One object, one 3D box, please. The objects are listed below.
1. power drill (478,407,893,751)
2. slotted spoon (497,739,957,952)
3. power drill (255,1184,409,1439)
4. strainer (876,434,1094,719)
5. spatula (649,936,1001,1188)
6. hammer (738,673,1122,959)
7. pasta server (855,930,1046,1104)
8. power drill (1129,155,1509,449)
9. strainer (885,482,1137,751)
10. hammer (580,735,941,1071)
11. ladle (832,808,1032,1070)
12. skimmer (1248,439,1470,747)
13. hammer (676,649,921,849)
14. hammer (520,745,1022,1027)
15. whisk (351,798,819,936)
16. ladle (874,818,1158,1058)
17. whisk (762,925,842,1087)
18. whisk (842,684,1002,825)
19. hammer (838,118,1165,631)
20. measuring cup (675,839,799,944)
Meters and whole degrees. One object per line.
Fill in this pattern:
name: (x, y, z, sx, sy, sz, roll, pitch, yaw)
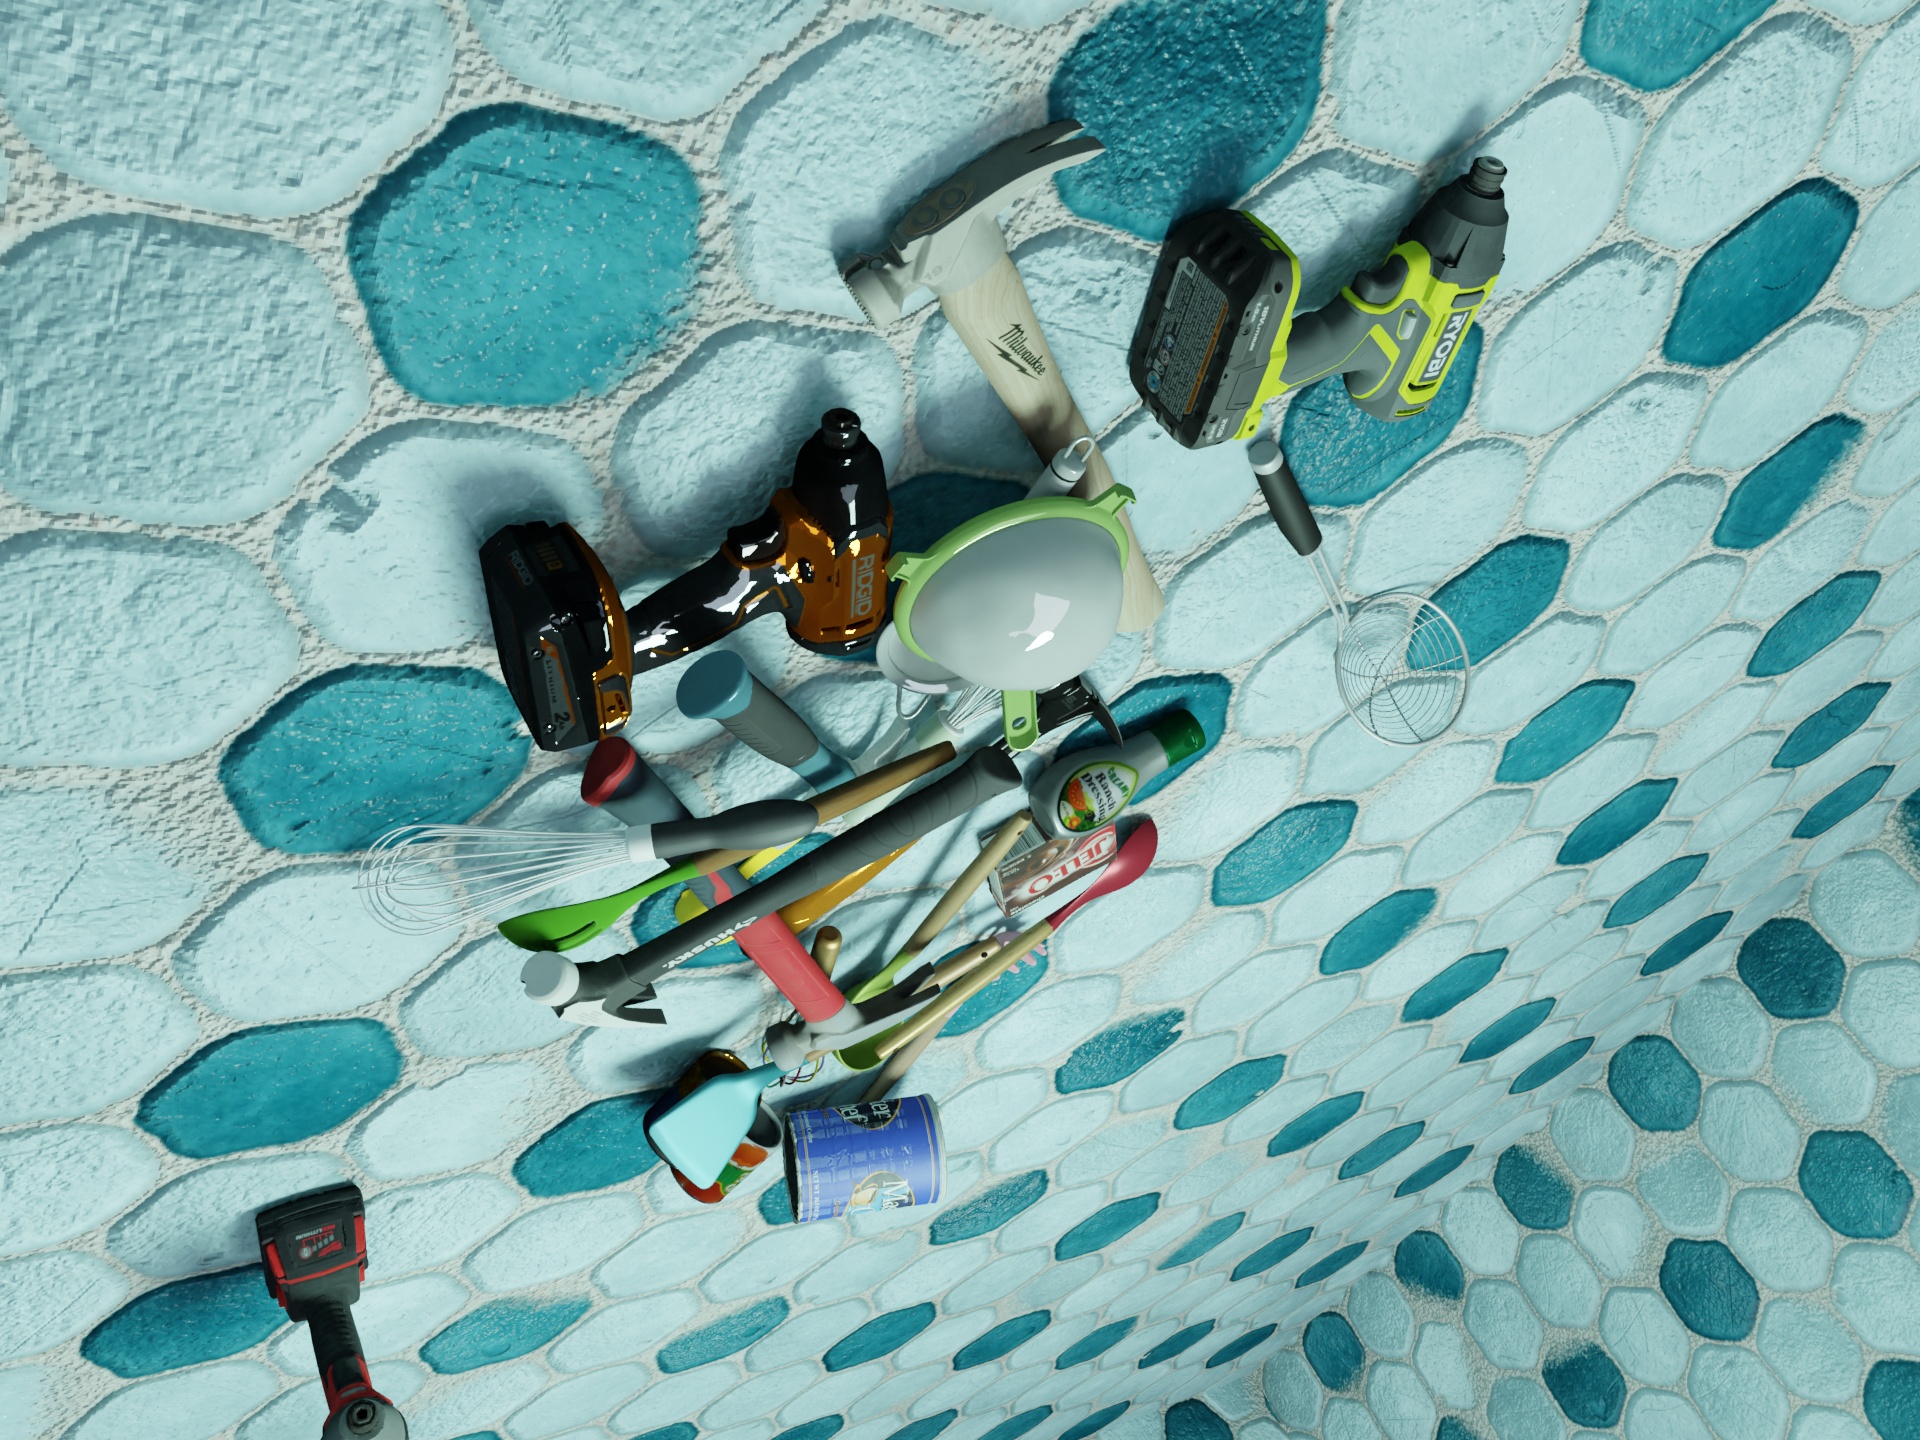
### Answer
power drill: (-0.140, -0.083, 0.876, 0.226, 0.084, 0.164, -21, 145, -23)
slotted spoon: (-0.147, 0.082, 1.024, 0.314, 0.031, 0.070, -24, 164, -2)
power drill: (-0.471, 0.477, 1.206, 0.078, 0.220, 0.143, -12, 142, -27)
strainer: (0.017, -0.090, 0.987, 0.086, 0.050, 0.258, 12, 142, -24)
spatula: (-0.102, 0.267, 1.294, 0.317, 0.044, 0.082, -32, 116, 4)
hammer: (-0.031, 0.078, 1.207, 0.337, 0.034, 0.127, -37, 145, 9)
pasta server: (-0.024, 0.294, 1.489, 0.060, 0.040, 0.316, -7, 142, -49)
power drill: (0.224, -0.249, 0.953, 0.223, 0.080, 0.171, -16, 144, -28)
strainer: (0.043, -0.032, 0.992, 0.151, 0.069, 0.256, -18, 149, -7)
hammer: (-0.141, 0.128, 1.125, 0.143, 0.038, 0.385, -25, 138, 3)
ladle: (-0.022, 0.184, 1.305, 0.078, 0.062, 0.320, -7, 145, -43)
skimmer: (0.304, -0.096, 1.197, 0.127, 0.090, 0.362, -62, 145, -12)
hammer: (-0.105, 0.016, 0.983, 0.128, 0.033, 0.330, -29, 164, 2)
hammer: (-0.111, 0.109, 1.042, 0.335, 0.035, 0.146, -29, 156, 2)
whisk: (-0.228, 0.080, 0.978, 0.284, 0.070, 0.070, -9, 143, -5)
ladle: (0.055, 0.191, 1.370, 0.315, 0.031, 0.069, -36, 153, -12)
whisk: (-0.131, 0.240, 1.316, 0.051, 0.047, 0.244, -22, 150, -31)
whisk: (-0.002, -0.004, 1.117, 0.246, 0.059, 0.058, -42, 171, 24)
hammer: (0.069, -0.174, 0.961, 0.146, 0.038, 0.410, -35, 147, 2)
measuring cup: (-0.144, 0.113, 1.166, 0.156, 0.029, 0.062, -39, 146, 17)
